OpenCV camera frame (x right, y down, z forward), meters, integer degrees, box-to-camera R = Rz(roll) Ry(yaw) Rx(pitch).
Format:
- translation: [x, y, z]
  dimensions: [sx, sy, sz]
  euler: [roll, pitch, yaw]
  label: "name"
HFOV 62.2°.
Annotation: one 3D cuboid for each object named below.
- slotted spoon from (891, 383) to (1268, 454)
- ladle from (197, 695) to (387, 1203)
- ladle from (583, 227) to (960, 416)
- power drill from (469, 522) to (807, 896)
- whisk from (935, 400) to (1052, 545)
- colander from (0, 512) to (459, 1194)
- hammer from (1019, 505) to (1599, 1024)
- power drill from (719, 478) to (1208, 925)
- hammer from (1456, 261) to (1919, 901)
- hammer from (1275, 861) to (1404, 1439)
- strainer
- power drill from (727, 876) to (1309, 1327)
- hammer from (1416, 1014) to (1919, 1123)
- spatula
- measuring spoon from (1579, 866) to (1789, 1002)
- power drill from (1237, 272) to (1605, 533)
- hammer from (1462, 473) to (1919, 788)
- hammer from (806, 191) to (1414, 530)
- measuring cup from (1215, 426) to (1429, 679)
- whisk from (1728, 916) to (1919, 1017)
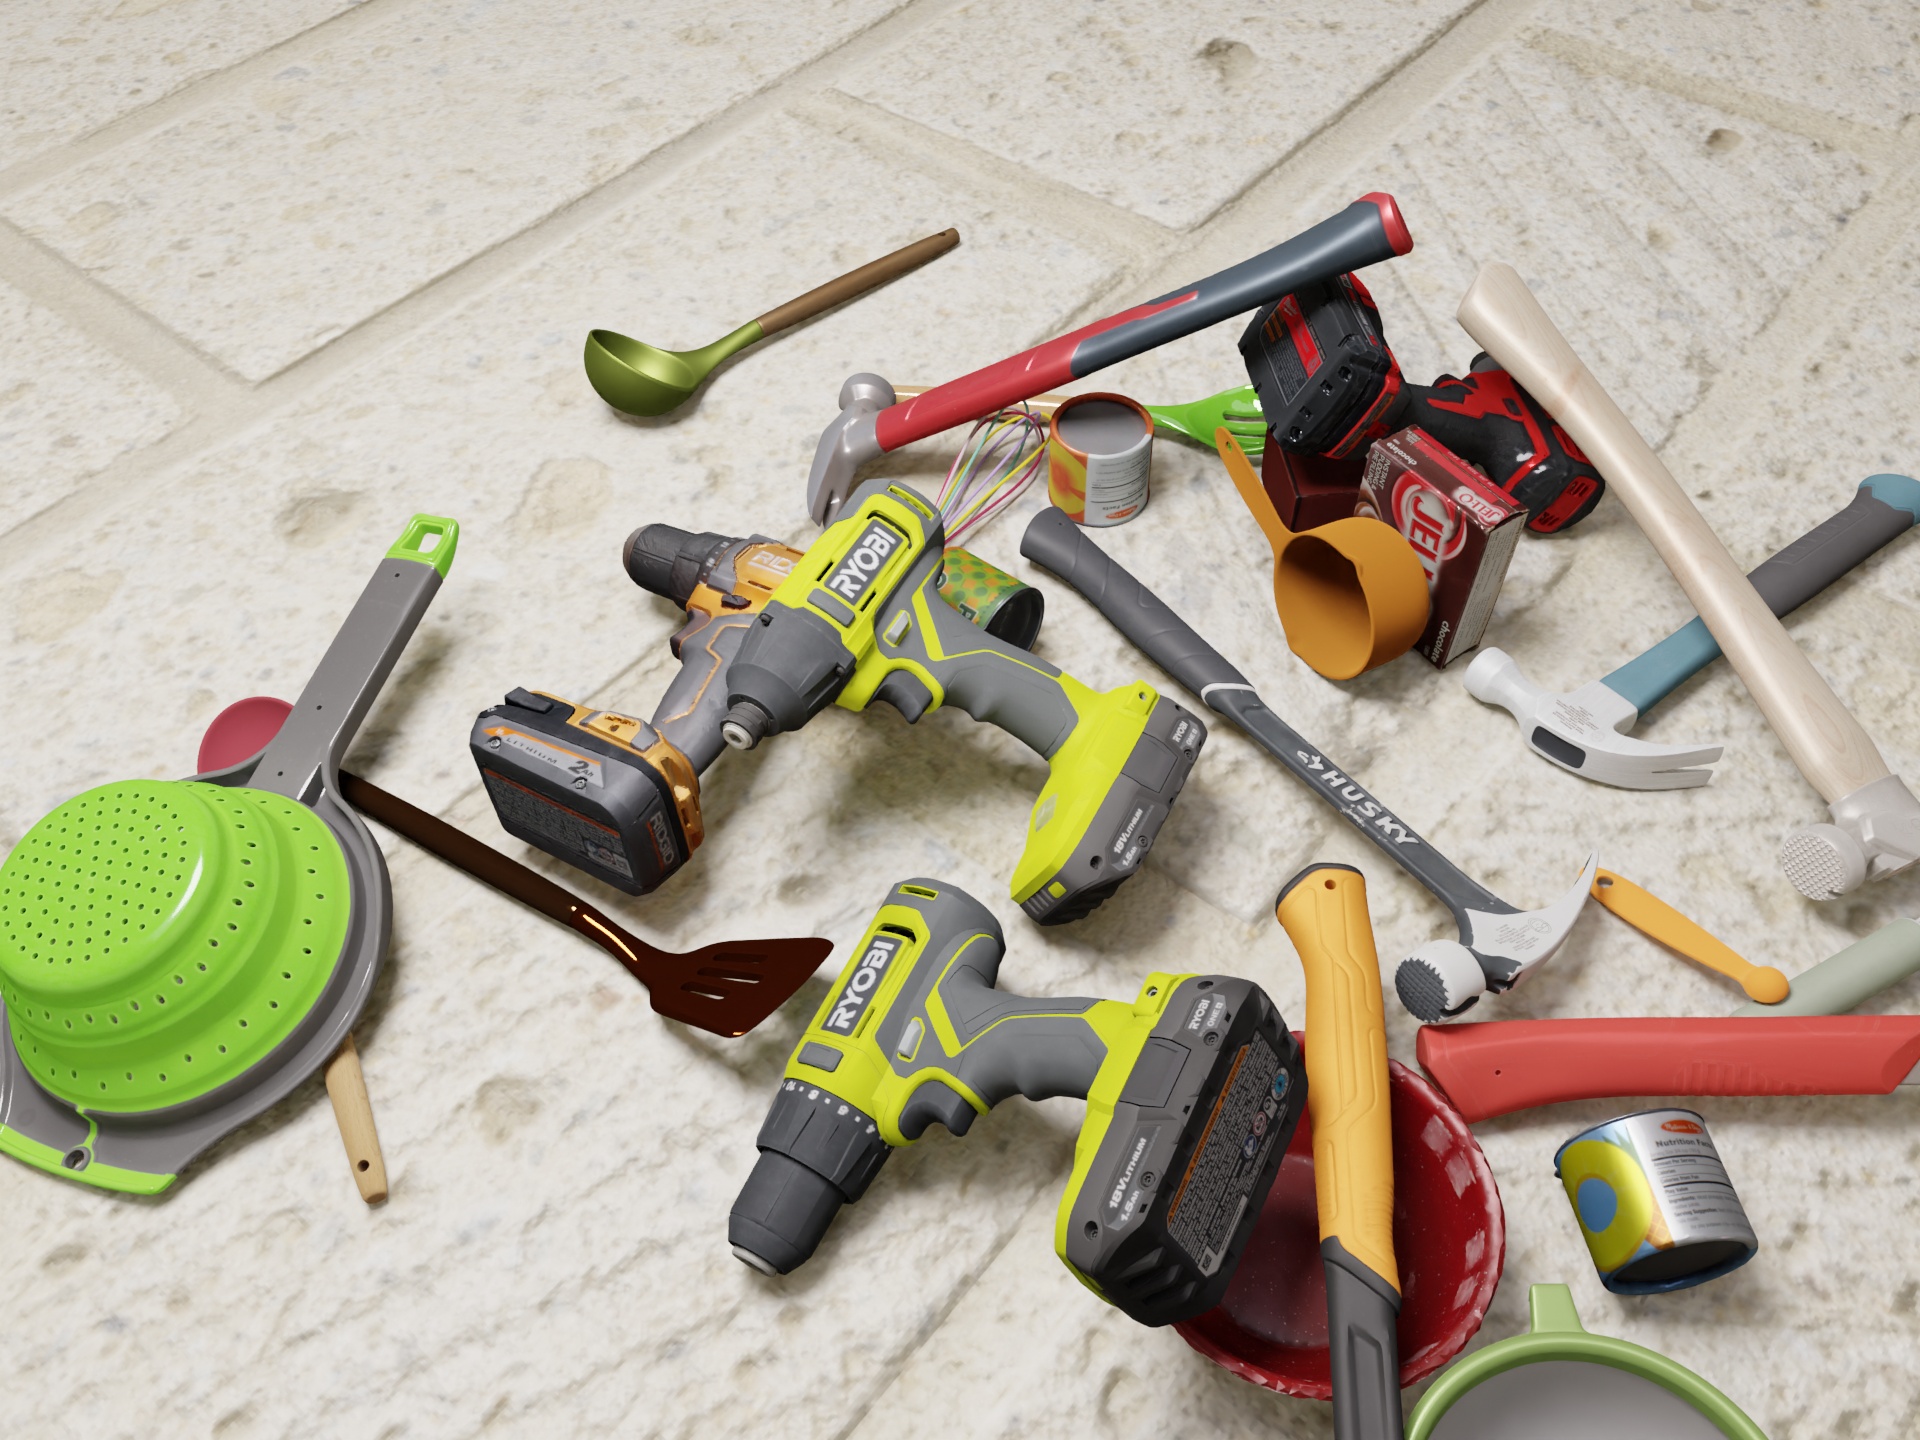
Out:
- translation: [0.079, -0.209, 1.069]
  dimensions: [0.314, 0.031, 0.070]
  euler: [6, 51, 10]
  label: "slotted spoon"
- translation: [-0.337, 0.109, 0.821]
  dimensions: [0.069, 0.031, 0.316]
  euler: [-27, 56, -7]
  label: "ladle"
- translation: [-0.124, -0.299, 1.134]
  dimensions: [0.320, 0.062, 0.078]
  euler: [-33, 59, -26]
  label: "ladle"
- translation: [-0.163, -0.026, 0.872]
  dimensions: [0.185, 0.084, 0.226]
  euler: [21, 50, 26]
  label: "power drill"
- translation: [-0.010, -0.119, 0.987]
  dimensions: [0.047, 0.051, 0.245]
  euler: [27, 59, 15]
  label: "whisk"
- translation: [-0.367, 0.028, 0.806]
  dimensions: [0.204, 0.094, 0.397]
  euler: [10, 60, 16]
  label: "colander"
- translation: [0.166, -0.004, 0.878]
  dimensions: [0.149, 0.036, 0.409]
  euler: [-18, 47, -31]
  label: "hammer"
- translation: [-0.001, -0.003, 0.809]
  dimensions: [0.223, 0.080, 0.171]
  euler: [35, 56, -3]
  label: "power drill"
- translation: [0.410, -0.101, 0.886]
  dimensions: [0.146, 0.038, 0.411]
  euler: [-16, 65, -22]
  label: "hammer"
- translation: [0.168, 0.200, 0.640]
  dimensions: [0.127, 0.034, 0.337]
  euler: [-3, 49, 10]
  label: "hammer"
- translation: [0.195, 0.345, 0.578]
  dimensions: [0.256, 0.069, 0.152]
  euler: [-37, 52, -18]
  label: "strainer"
- translation: [0.013, 0.170, 0.681]
  dimensions: [0.229, 0.080, 0.191]
  euler: [5, 54, 42]
  label: "power drill"
- translation: [0.394, 0.143, 0.725]
  dimensions: [0.359, 0.036, 0.149]
  euler: [-2, 84, 7]
  label: "hammer"
- translation: [-0.216, 0.084, 0.827]
  dimensions: [0.323, 0.041, 0.081]
  euler: [24, 38, 22]
  label: "spatula"
- translation: [0.356, 0.102, 0.790]
  dimensions: [0.021, 0.011, 0.117]
  euler: [-33, 42, -16]
  label: "measuring spoon"
- translation: [0.287, -0.201, 0.976]
  dimensions: [0.219, 0.078, 0.143]
  euler: [13, 46, -25]
  label: "power drill"
- translation: [0.454, -0.064, 0.927]
  dimensions: [0.331, 0.033, 0.128]
  euler: [-30, 55, -21]
  label: "hammer"
- translation: [0.076, -0.212, 0.947]
  dimensions: [0.386, 0.038, 0.143]
  euler: [-16, 42, 28]
  label: "hammer"
- translation: [0.208, -0.107, 0.923]
  dimensions: [0.052, 0.095, 0.174]
  euler: [-18, 68, -21]
  label: "measuring cup"
- translation: [0.476, 0.104, 0.784]
  dimensions: [0.246, 0.057, 0.059]
  euler: [-24, 19, -13]
  label: "whisk"
